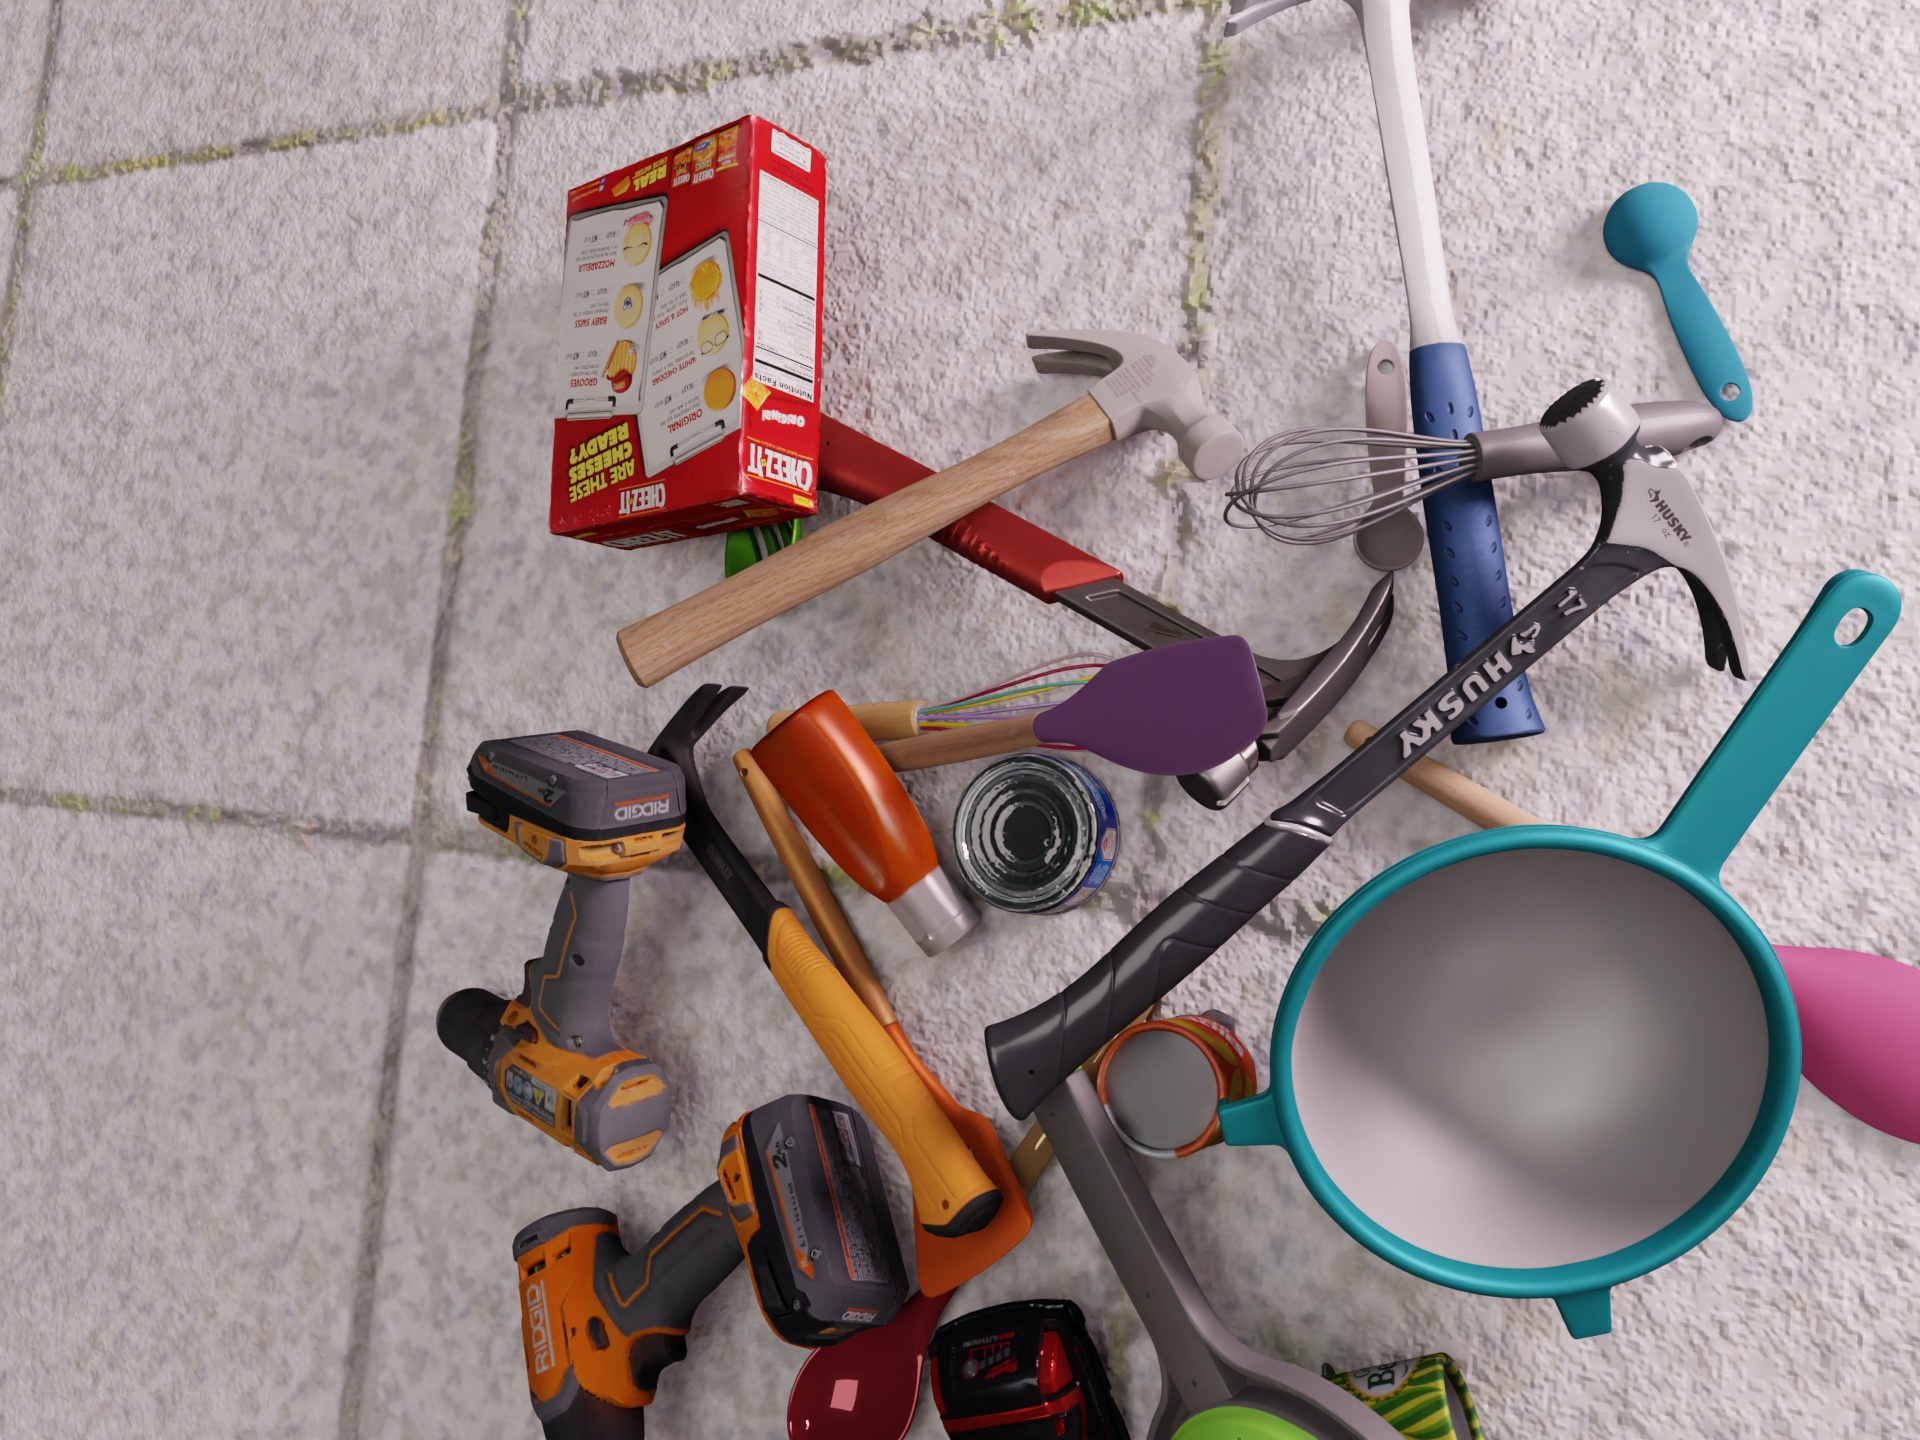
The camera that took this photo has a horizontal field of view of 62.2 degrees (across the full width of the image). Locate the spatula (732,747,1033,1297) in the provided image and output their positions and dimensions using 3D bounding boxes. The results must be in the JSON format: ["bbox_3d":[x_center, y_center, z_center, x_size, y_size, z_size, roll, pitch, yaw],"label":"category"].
[{"bbox_3d":[-0.057,0.148,0.870,0.081,0.041,0.323,-41,67,24],"label":"spatula"}]

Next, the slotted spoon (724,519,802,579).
[{"bbox_3d":[-0.147,-0.212,0.970,0.070,0.031,0.314,-31,68,38],"label":"slotted spoon"}]

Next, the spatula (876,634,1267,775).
[{"bbox_3d":[0.024,0.010,0.798,0.316,0.018,0.060,-11,93,47],"label":"spatula"}]

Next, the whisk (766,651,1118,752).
[{"bbox_3d":[0.000,-0.004,0.870,0.245,0.051,0.047,-4,62,29],"label":"whisk"}]

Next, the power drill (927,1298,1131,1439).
[{"bbox_3d":[0.005,0.356,0.702,0.078,0.219,0.143,-20,92,21],"label":"power drill"}]

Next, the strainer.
[{"bbox_3d":[0.269,0.080,0.677,0.211,0.095,0.340,29,104,-2],"label":"strainer"}]

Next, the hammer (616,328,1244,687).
[{"bbox_3d":[-0.027,-0.109,0.832,0.331,0.031,0.130,-28,54,-4],"label":"hammer"}]

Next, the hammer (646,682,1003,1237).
[{"bbox_3d":[-0.081,0.129,0.857,0.337,0.034,0.127,50,114,29],"label":"hammer"}]

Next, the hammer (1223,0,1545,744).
[{"bbox_3d":[0.224,-0.190,0.773,0.144,0.035,0.405,-6,83,0],"label":"hammer"}]

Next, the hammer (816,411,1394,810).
[{"bbox_3d":[0.043,-0.092,0.845,0.359,0.036,0.149,33,68,31],"label":"hammer"}]

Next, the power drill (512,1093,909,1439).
[{"bbox_3d":[-0.142,0.315,0.850,0.226,0.084,0.164,-33,54,20],"label":"power drill"}]

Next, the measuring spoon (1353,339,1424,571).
[{"bbox_3d":[0.214,-0.132,0.800,0.034,0.018,0.124,1,76,7],"label":"measuring spoon"}]

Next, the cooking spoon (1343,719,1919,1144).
[{"bbox_3d":[0.313,0.084,0.719,0.319,0.017,0.069,33,98,24],"label":"cooking spoon"}]

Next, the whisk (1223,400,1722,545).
[{"bbox_3d":[0.234,-0.118,0.726,0.239,0.055,0.055,-9,77,-6],"label":"whisk"}]

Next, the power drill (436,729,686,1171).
[{"bbox_3d":[-0.238,0.123,0.915,0.185,0.084,0.226,15,105,40],"label":"power drill"}]

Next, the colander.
[{"bbox_3d":[0.093,0.319,0.696,0.397,0.094,0.204,61,140,18],"label":"colander"}]

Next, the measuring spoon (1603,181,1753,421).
[{"bbox_3d":[0.340,-0.198,0.743,0.042,0.021,0.129,-23,72,21],"label":"measuring spoon"}]

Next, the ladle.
[{"bbox_3d":[0.011,0.263,0.831,0.069,0.031,0.315,38,97,31],"label":"ladle"}]

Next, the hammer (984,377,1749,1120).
[{"bbox_3d":[0.170,0.039,0.714,0.409,0.036,0.149,-42,104,6],"label":"hammer"}]
